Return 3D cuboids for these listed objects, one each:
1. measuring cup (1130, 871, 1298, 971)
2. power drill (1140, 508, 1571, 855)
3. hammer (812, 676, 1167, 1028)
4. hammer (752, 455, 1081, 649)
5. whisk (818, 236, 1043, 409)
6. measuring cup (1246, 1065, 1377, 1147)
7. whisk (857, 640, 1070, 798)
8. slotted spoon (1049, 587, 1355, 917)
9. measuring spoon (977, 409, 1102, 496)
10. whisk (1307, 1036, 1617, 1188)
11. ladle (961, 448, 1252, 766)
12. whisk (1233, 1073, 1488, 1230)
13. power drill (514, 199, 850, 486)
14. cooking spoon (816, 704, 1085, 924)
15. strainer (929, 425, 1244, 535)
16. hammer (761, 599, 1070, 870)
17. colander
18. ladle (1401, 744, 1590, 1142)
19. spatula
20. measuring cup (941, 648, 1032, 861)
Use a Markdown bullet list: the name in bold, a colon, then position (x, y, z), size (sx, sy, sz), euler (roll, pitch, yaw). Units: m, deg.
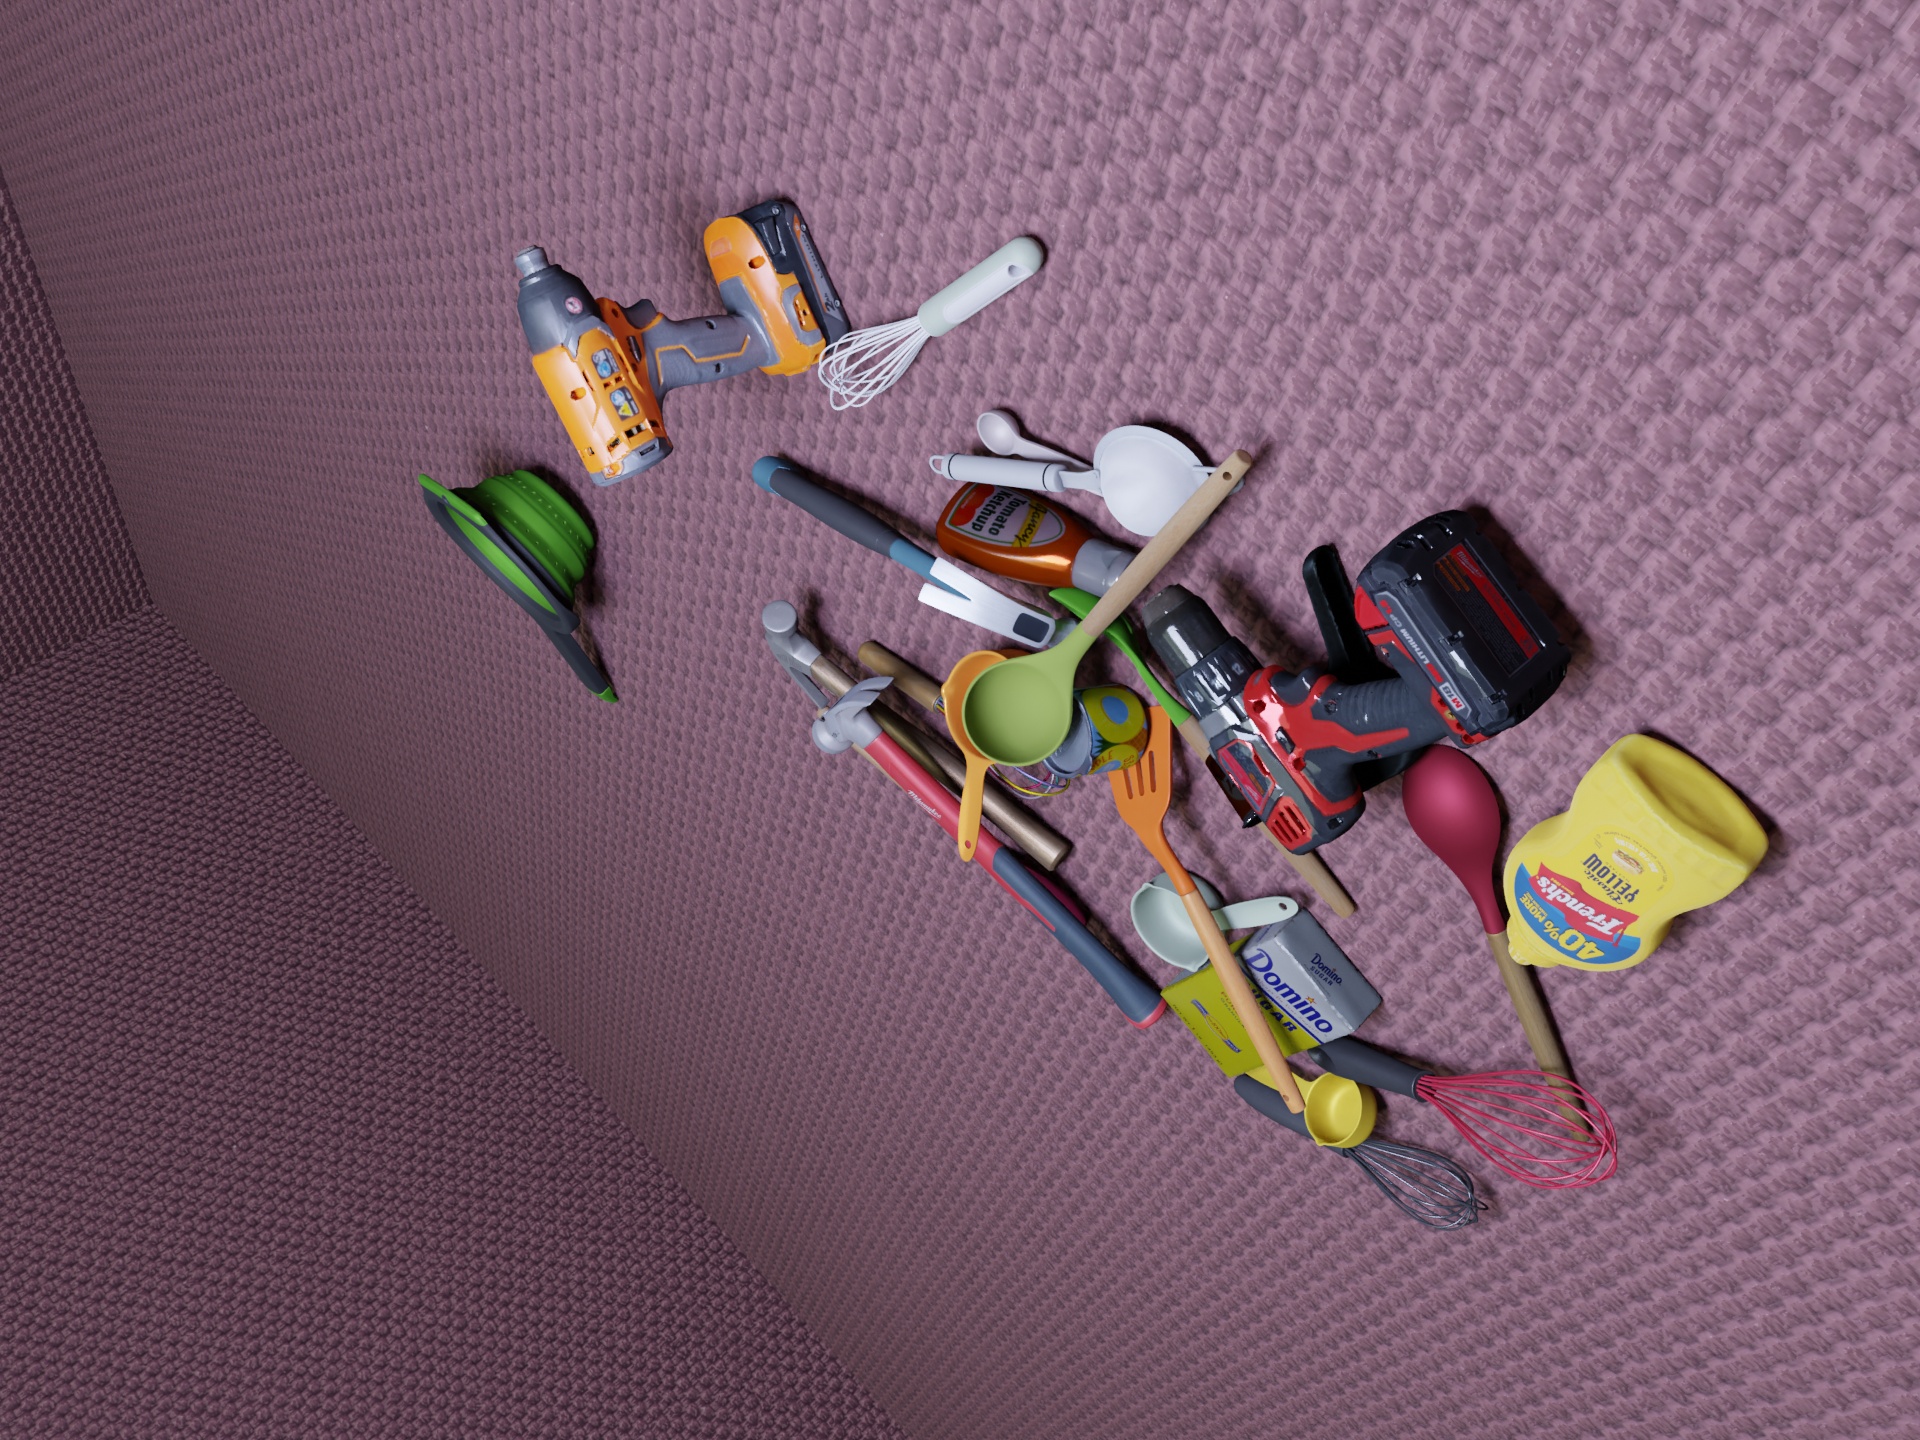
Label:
- **measuring cup**: position (0.203, 0.145, 1.224), size (0.167, 0.038, 0.083), euler (-20, 102, 50)
- **power drill**: position (0.214, -0.034, 0.930), size (0.188, 0.080, 0.226), euler (55, 144, 4)
- **hammer**: position (0.038, 0.116, 1.339), size (0.386, 0.038, 0.143), euler (44, 155, -6)
- **hammer**: position (-0.052, -0.136, 1.230), size (0.331, 0.128, 0.033), euler (34, 102, 39)
- **whisk**: position (-0.024, -0.271, 1.089), size (0.057, 0.059, 0.246), euler (23, 157, -30)
- **measuring cup**: position (0.275, 0.296, 1.283), size (0.029, 0.062, 0.157), euler (21, 180, -30)
- **whisk**: position (-0.004, -0.004, 1.330), size (0.245, 0.047, 0.051), euler (35, 164, 33)
- **slotted spoon**: position (0.176, 0.019, 1.133), size (0.314, 0.031, 0.070), euler (49, -177, -1)
- **measuring spoon**: position (0.066, -0.183, 1.095), size (0.124, 0.018, 0.034), euler (30, 147, 21)
- **whisk**: position (0.341, 0.264, 1.121), size (0.073, 0.073, 0.296), euler (62, 159, -15)
- **ladle**: position (0.094, -0.069, 1.049), size (0.078, 0.062, 0.320), euler (39, 139, -1)
- **whisk**: position (0.312, 0.337, 1.268), size (0.239, 0.055, 0.055), euler (22, 138, 47)
- **power drill**: position (-0.202, -0.287, 1.128), size (0.084, 0.226, 0.164), euler (2, 123, 52)
- **cooking spoon**: position (-0.011, 0.086, 1.444), size (0.319, 0.017, 0.068), euler (39, 151, 15)
- **strainer**: position (0.070, -0.159, 1.064), size (0.259, 0.050, 0.086), euler (15, 139, 43)
- **hammer**: position (-0.040, 0.020, 1.393), size (0.331, 0.031, 0.130), euler (38, 166, 13)
- **colander**: position (-0.433, -0.151, 1.721), size (0.205, 0.094, 0.396), euler (33, 162, 28)
- **ladle**: position (0.358, 0.155, 1.040), size (0.069, 0.031, 0.315), euler (0, 123, 53)
- **spatula**: position (0.187, 0.145, 1.190), size (0.081, 0.041, 0.322), euler (-23, 95, 52)
- **measuring cup**: position (0.030, 0.027, 1.254), size (0.095, 0.052, 0.173), euler (22, 112, 37)
